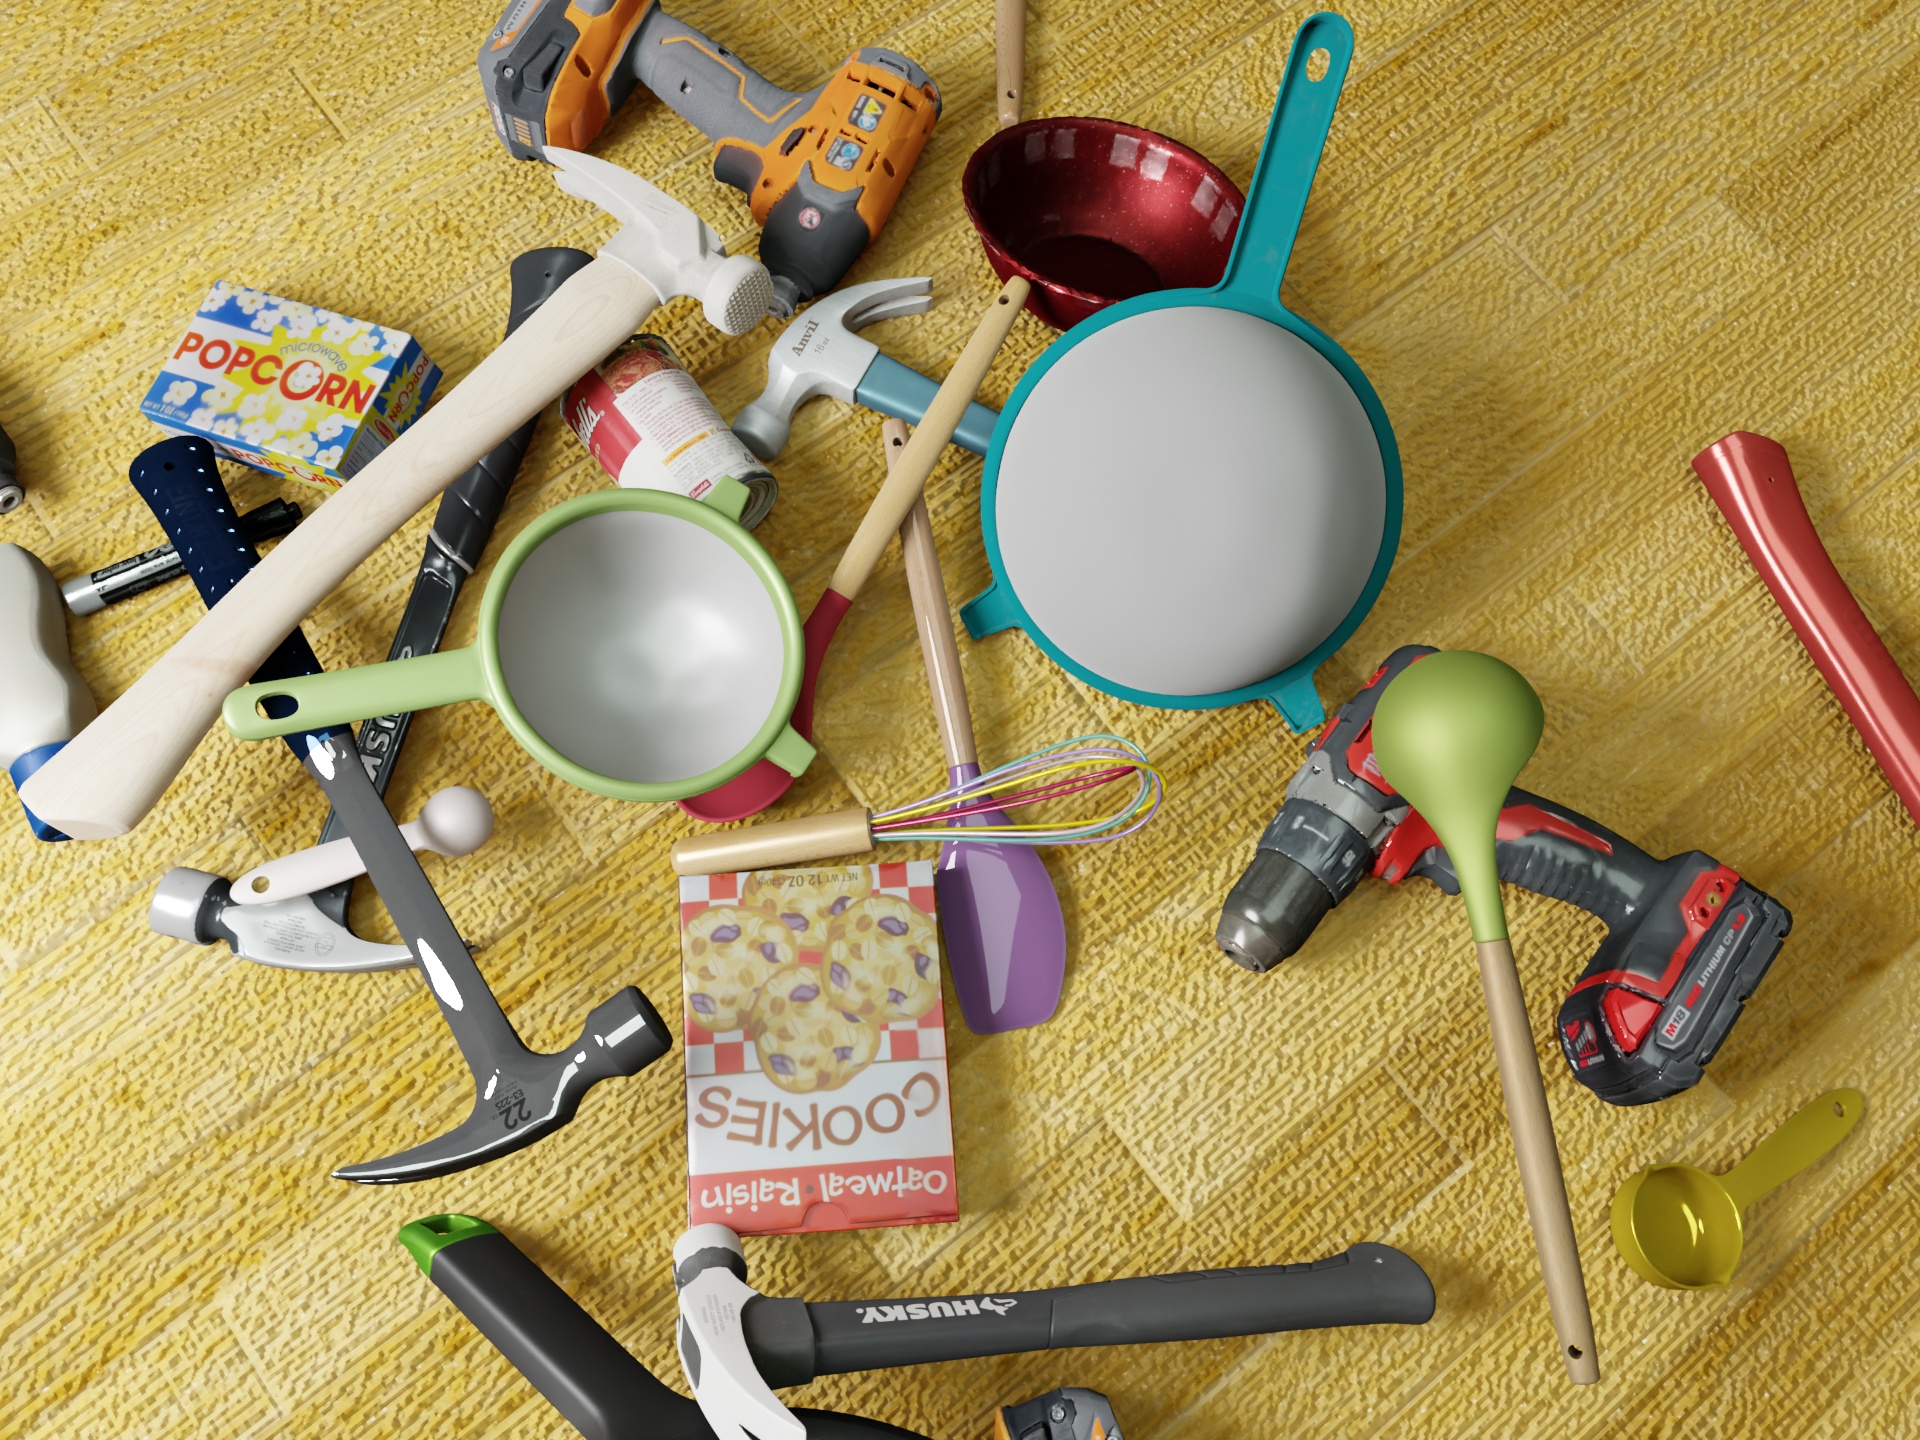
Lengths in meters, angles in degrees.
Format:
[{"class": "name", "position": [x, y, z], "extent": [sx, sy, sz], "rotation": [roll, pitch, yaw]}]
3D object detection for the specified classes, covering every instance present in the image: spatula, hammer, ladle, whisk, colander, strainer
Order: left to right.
[{"class": "hammer", "position": [-0.294, 0.025, 0.737], "extent": [0.144, 0.035, 0.406], "rotation": [-33, 69, -8]}, {"class": "hammer", "position": [-0.278, -0.112, 0.754], "extent": [0.146, 0.038, 0.411], "rotation": [36, 74, 18]}, {"class": "hammer", "position": [-0.263, -0.068, 0.815], "extent": [0.149, 0.036, 0.409], "rotation": [15, 72, 1]}, {"class": "strainer", "position": [-0.202, -0.020, 0.740], "extent": [0.256, 0.069, 0.151], "rotation": [-12, 81, -22]}, {"class": "colander", "position": [-0.111, 0.322, 0.612], "extent": [0.397, 0.204, 0.094], "rotation": [22, 104, 39]}, {"class": "ladle", "position": [-0.049, -0.086, 0.798], "extent": [0.069, 0.031, 0.315], "rotation": [30, 89, 20]}, {"class": "whisk", "position": [-0.022, 0.046, 0.767], "extent": [0.245, 0.047, 0.051], "rotation": [-9, 82, 8]}, {"class": "spatula", "position": [-0.001, -0.003, 0.802], "extent": [0.060, 0.018, 0.316], "rotation": [-12, 81, -3]}, {"class": "spatula", "position": [0.031, -0.502, 0.958], "extent": [0.082, 0.044, 0.318], "rotation": [2, 74, -6]}, {"class": "hammer", "position": [0.052, -0.135, 0.852], "extent": [0.331, 0.033, 0.128], "rotation": [26, 75, 5]}, {"class": "hammer", "position": [0.051, 0.257, 0.679], "extent": [0.334, 0.146, 0.035], "rotation": [2, 104, -17]}, {"class": "strainer", "position": [0.124, -0.160, 0.747], "extent": [0.211, 0.095, 0.340], "rotation": [17, 105, 6]}, {"class": "ladle", "position": [0.245, 0.124, 0.707], "extent": [0.078, 0.062, 0.320], "rotation": [-15, 79, 30]}, {"class": "hammer", "position": [0.480, 0.011, 0.825], "extent": [0.149, 0.036, 0.359], "rotation": [-23, 76, -9]}]

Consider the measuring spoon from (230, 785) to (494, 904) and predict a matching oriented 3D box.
[{"class": "measuring spoon", "position": [-0.282, 0.061, 0.746], "extent": [0.124, 0.018, 0.034], "rotation": [-19, 75, -10]}]

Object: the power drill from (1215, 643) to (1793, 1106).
[{"class": "power drill", "position": [0.253, 0.091, 0.771], "extent": [0.227, 0.080, 0.188], "rotation": [37, 75, 11]}]

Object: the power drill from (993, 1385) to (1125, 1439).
[{"class": "power drill", "position": [-0.031, 0.357, 0.673], "extent": [0.226, 0.084, 0.185], "rotation": [-22, 67, -4]}]

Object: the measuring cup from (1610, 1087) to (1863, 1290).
[{"class": "measuring cup", "position": [0.376, 0.220, 0.767], "extent": [0.156, 0.029, 0.062], "rotation": [-24, 75, -22]}]

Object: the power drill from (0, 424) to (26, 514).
[{"class": "power drill", "position": [-0.598, -0.107, 0.791], "extent": [0.171, 0.080, 0.223], "rotation": [40, 72, 9]}]

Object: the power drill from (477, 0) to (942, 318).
[{"class": "power drill", "position": [-0.143, -0.324, 0.877], "extent": [0.226, 0.084, 0.164], "rotation": [24, 73, 0]}]
